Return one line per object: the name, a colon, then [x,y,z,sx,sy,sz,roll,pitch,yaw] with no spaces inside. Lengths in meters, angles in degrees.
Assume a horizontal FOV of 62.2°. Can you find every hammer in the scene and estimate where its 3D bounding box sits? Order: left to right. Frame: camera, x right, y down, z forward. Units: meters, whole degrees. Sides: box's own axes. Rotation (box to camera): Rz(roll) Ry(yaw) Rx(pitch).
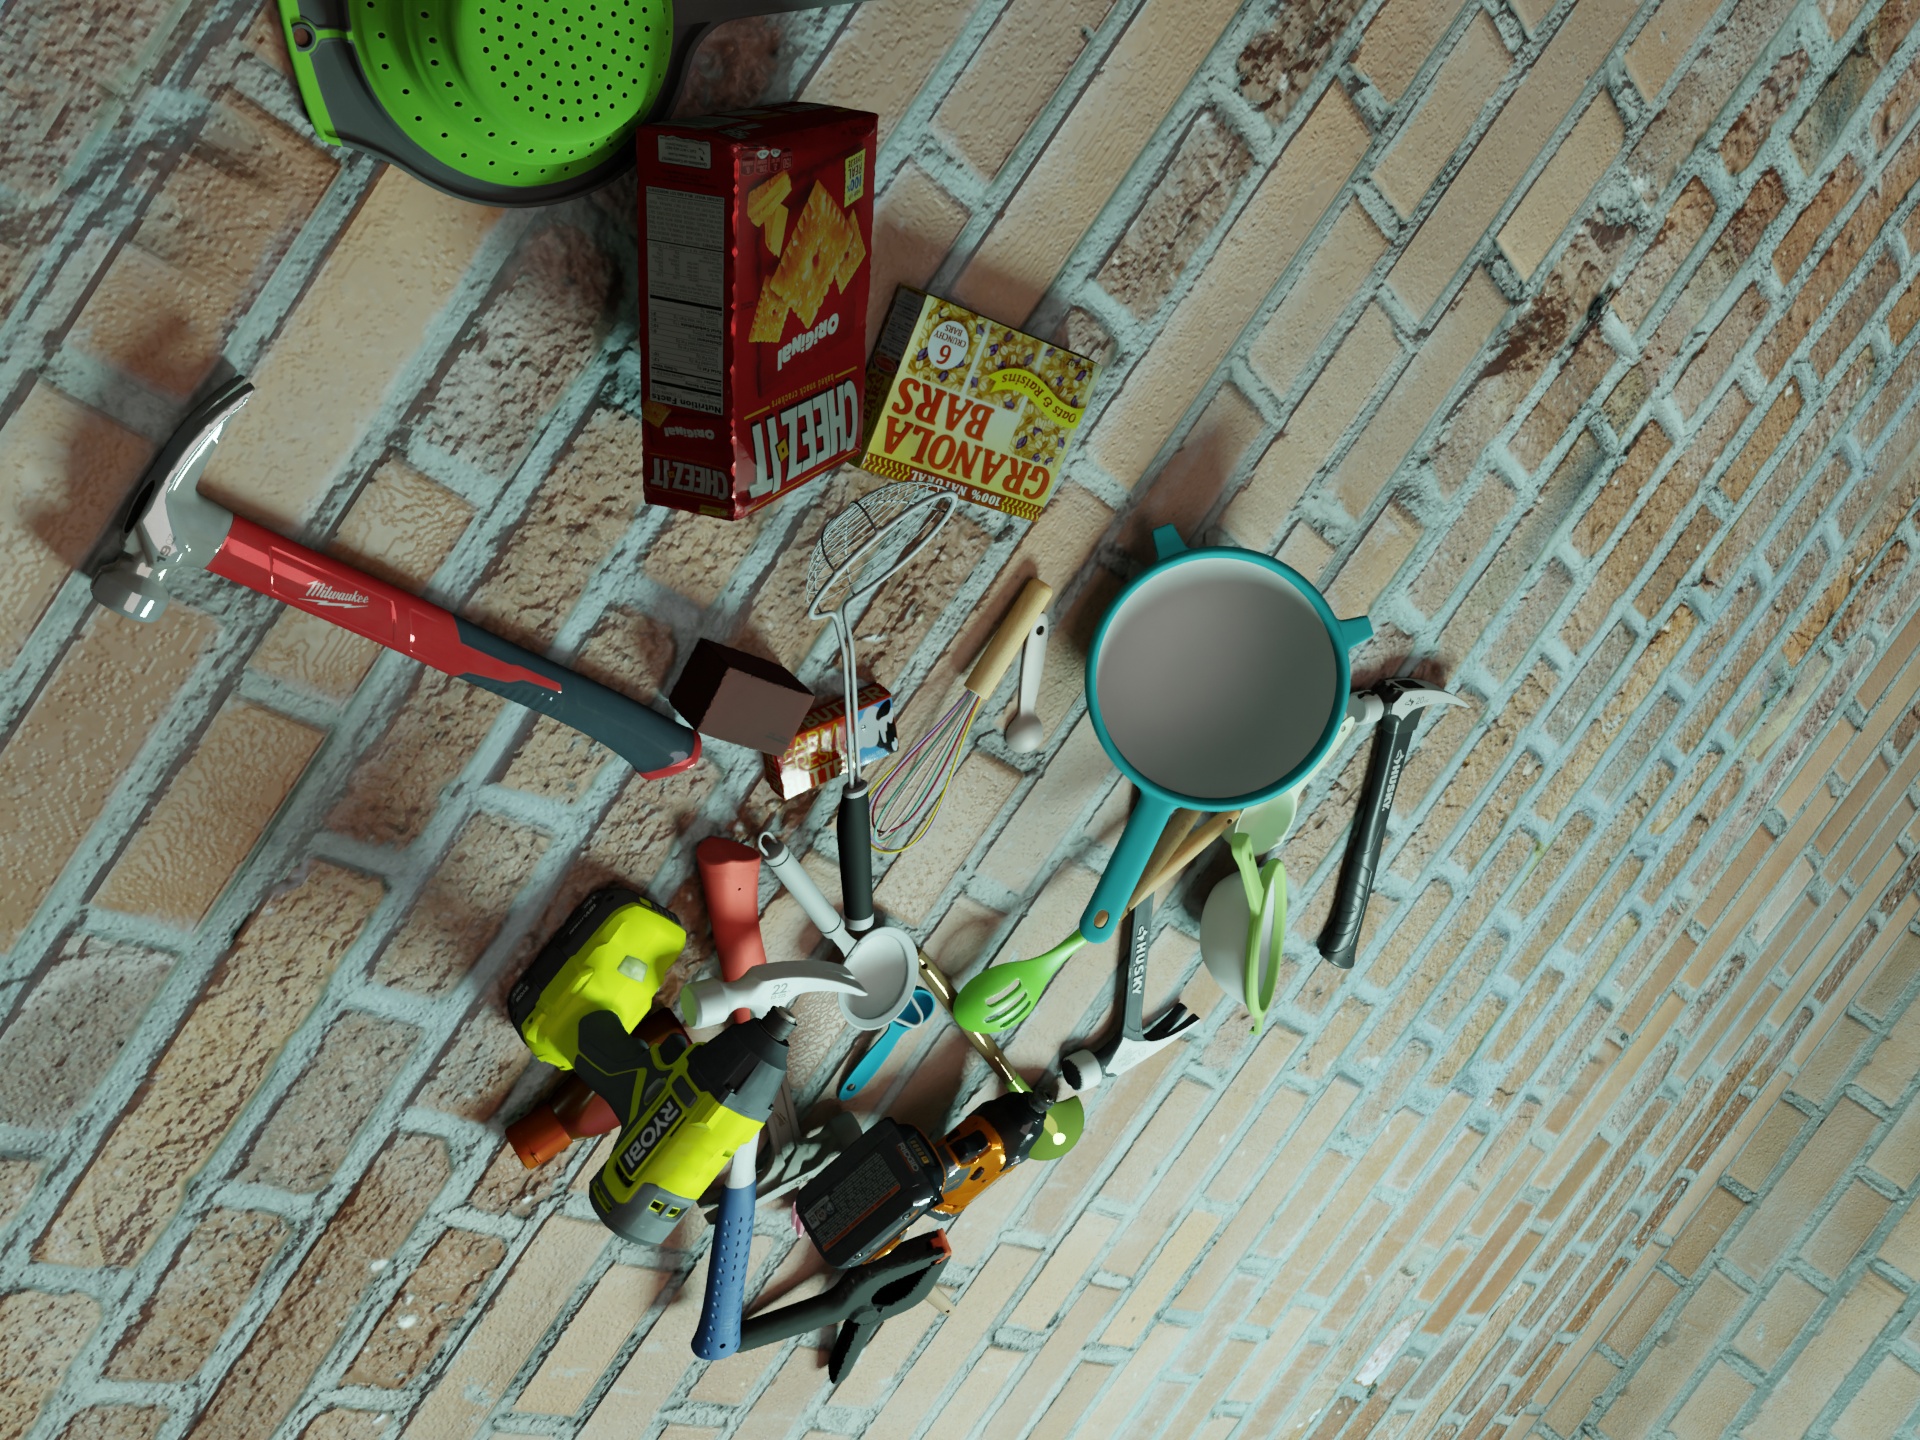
hammer: [-0.304,-0.060,0.975,0.385,0.038,0.143,28,95,-43]
hammer: [-0.168,0.245,1.255,0.149,0.037,0.358,-23,127,-22]
hammer: [-0.169,0.358,1.270,0.144,0.035,0.405,-9,124,-33]
hammer: [0.173,0.156,1.457,0.149,0.036,0.408,-16,124,-30]
hammer: [0.421,0.110,1.613,0.146,0.035,0.334,-11,122,-31]

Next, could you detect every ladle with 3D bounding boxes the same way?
ladle: [0.028,0.299,1.438,0.078,0.062,0.319,-35,125,-3]

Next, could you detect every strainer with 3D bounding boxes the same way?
strainer: [-0.098,0.164,1.247,0.087,0.050,0.258,-53,137,-23]
strainer: [0.176,0.021,1.306,0.211,0.095,0.340,25,96,-3]
strainer: [0.250,0.172,1.469,0.256,0.069,0.152,65,37,-51]

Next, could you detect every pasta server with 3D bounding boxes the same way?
pasta server: [-0.071,0.498,1.476,0.060,0.040,0.315,-29,133,4]

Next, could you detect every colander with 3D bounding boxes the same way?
colander: [-0.150,-0.387,0.856,0.397,0.095,0.204,-21,126,-26]

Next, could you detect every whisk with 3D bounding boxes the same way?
whisk: [-0.004,-0.005,1.230,0.245,0.047,0.051,-58,144,0]

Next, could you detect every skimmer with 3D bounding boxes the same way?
skimmer: [-0.054,0.004,1.126,0.127,0.090,0.363,-35,133,-47]

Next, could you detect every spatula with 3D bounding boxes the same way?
spatula: [0.223,0.066,1.397,0.317,0.044,0.082,-49,142,-32]

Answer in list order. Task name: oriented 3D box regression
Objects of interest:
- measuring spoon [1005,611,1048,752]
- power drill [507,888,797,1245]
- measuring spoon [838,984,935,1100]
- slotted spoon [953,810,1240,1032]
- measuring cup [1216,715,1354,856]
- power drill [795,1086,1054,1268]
measuring spoon: [0.060,-0.028,1.276,0.034,0.018,0.124,-10,120,-32]
power drill: [-0.209,0.218,1.081,0.171,0.223,0.080,-51,134,0]
measuring spoon: [-0.069,0.274,1.364,0.042,0.021,0.128,27,107,-34]
slotted spoon: [0.126,0.171,1.392,0.314,0.031,0.070,-37,124,-13]
measuring cup: [0.304,0.053,1.492,0.167,0.038,0.083,-48,133,-6]
power drill: [-0.018,0.377,1.356,0.164,0.084,0.226,-45,157,21]
